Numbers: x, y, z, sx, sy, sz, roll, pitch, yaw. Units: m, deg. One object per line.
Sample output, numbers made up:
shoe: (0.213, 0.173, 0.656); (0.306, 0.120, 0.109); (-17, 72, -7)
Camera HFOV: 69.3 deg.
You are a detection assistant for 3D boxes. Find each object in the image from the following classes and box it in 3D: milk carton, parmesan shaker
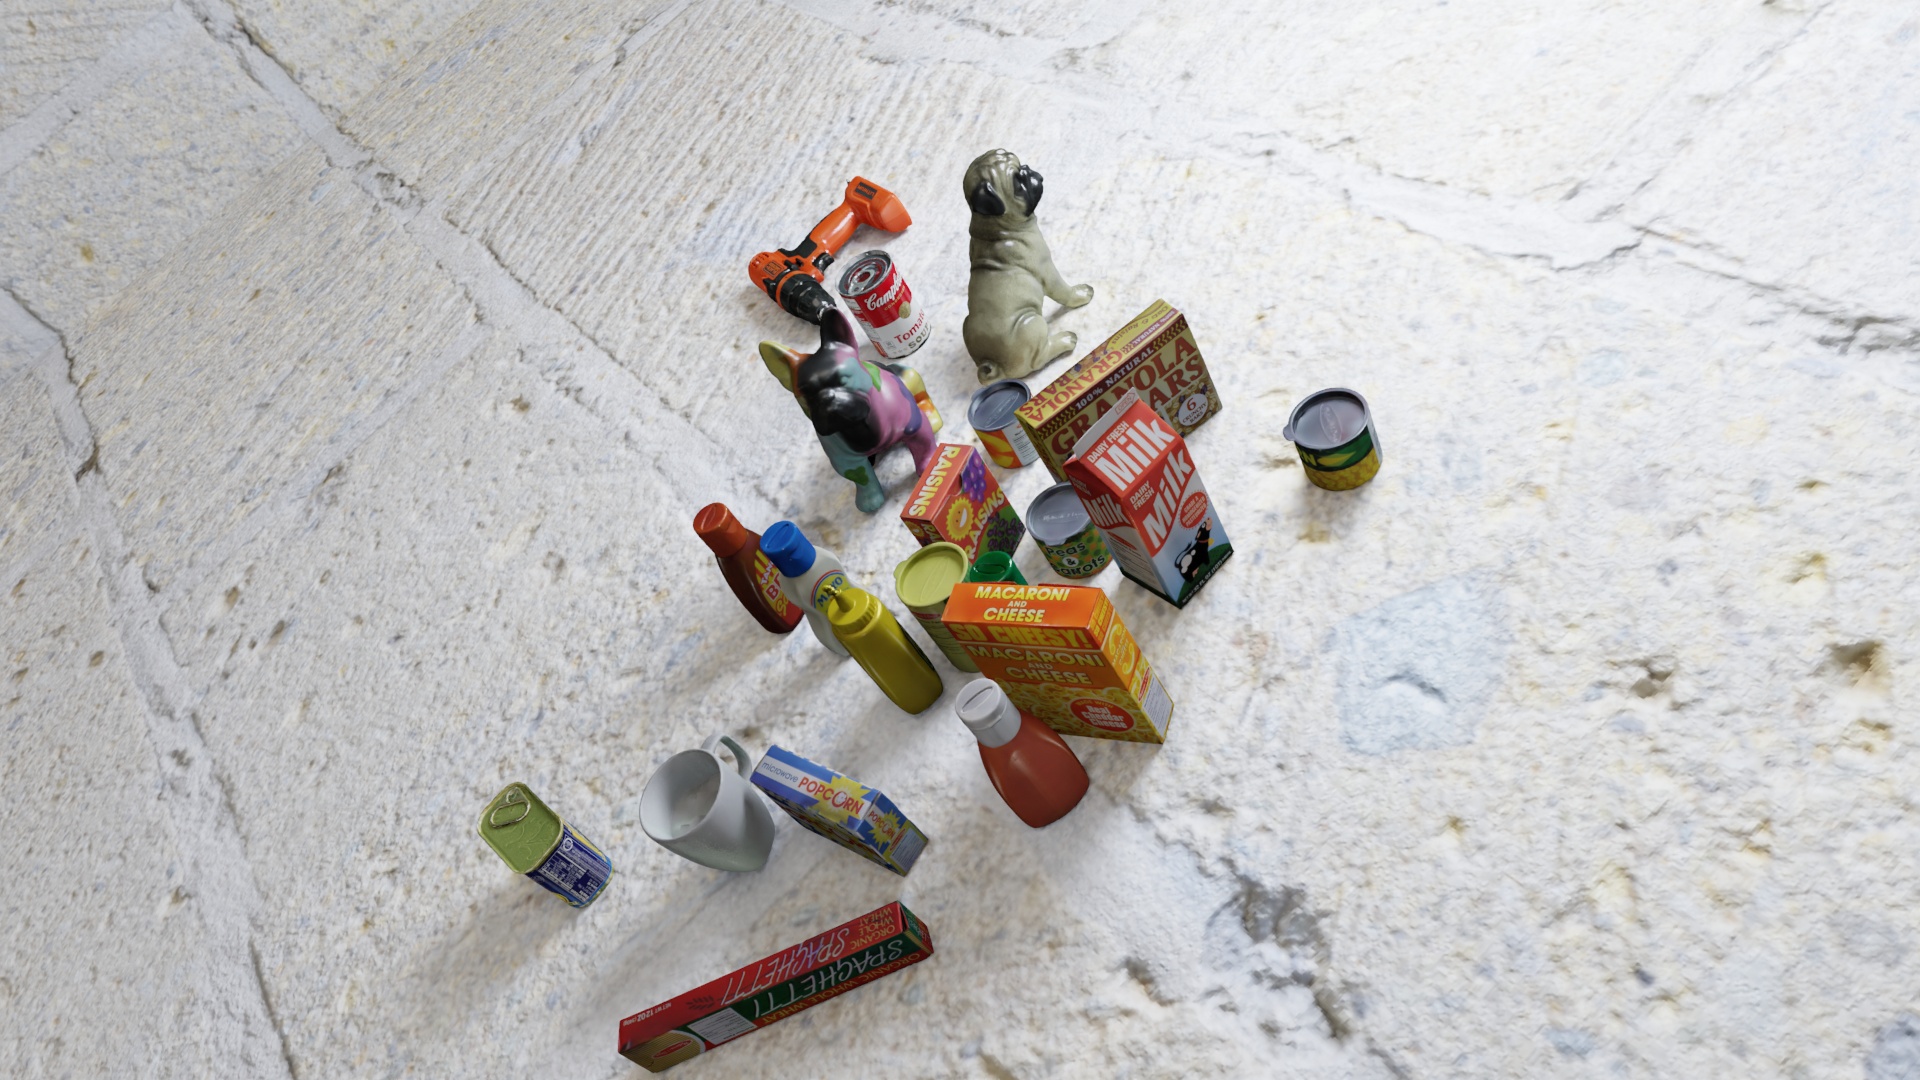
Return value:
milk carton: (0.146, -0.037, 1.112); (0.072, 0.190, 0.073); (-46, 45, -11)
parmesan shaker: (-0.005, 0.057, 1.183); (0.071, 0.102, 0.072); (-17, 46, 18)

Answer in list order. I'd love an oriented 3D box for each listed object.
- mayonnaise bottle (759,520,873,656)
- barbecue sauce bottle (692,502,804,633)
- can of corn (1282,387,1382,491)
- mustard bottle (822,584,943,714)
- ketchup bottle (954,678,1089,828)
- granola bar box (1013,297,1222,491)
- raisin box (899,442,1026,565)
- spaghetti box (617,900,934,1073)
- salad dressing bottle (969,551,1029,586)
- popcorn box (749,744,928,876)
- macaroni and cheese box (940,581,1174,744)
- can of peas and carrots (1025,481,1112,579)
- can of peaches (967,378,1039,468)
mayonnaise bottle: (-0.126, 0.040, 1.237); (0.041, 0.147, 0.065); (26, 69, 43)
barbecue sauce bottle: (-0.195, 0.023, 1.293); (0.043, 0.148, 0.065); (-1, 53, 31)
can of corn: (0.309, -0.082, 1.150); (0.071, 0.058, 0.071); (-16, 46, 18)
mustard bottle: (-0.070, 0.083, 1.158); (0.049, 0.159, 0.065); (-39, 44, -5)
ketchup bottle: (0.043, 0.157, 1.035); (0.065, 0.148, 0.044); (-38, 44, -3)
granola bar box: (0.143, -0.116, 1.230); (0.166, 0.123, 0.039); (-38, 44, -4)
raisin box: (0.004, -0.015, 1.226); (0.040, 0.123, 0.086); (9, 58, 36)
spaghetti box: (-0.141, 0.341, 1.056); (0.250, 0.050, 0.029); (-26, 44, 9)
salad dressing bottle: (0.053, 0.065, 1.109); (0.064, 0.147, 0.044); (3, 55, 33)
popcorn box: (-0.099, 0.215, 1.114); (0.127, 0.085, 0.038); (15, 62, 39)
macaroni and cheese box: (0.076, 0.093, 1.058); (0.123, 0.166, 0.040); (1, 54, 31)
can of peas and carrots: (0.098, -0.007, 1.210); (0.071, 0.058, 0.071); (-16, 46, 18)
can of peaches: (0.046, -0.112, 1.333); (0.071, 0.058, 0.071); (-16, 46, 18)
